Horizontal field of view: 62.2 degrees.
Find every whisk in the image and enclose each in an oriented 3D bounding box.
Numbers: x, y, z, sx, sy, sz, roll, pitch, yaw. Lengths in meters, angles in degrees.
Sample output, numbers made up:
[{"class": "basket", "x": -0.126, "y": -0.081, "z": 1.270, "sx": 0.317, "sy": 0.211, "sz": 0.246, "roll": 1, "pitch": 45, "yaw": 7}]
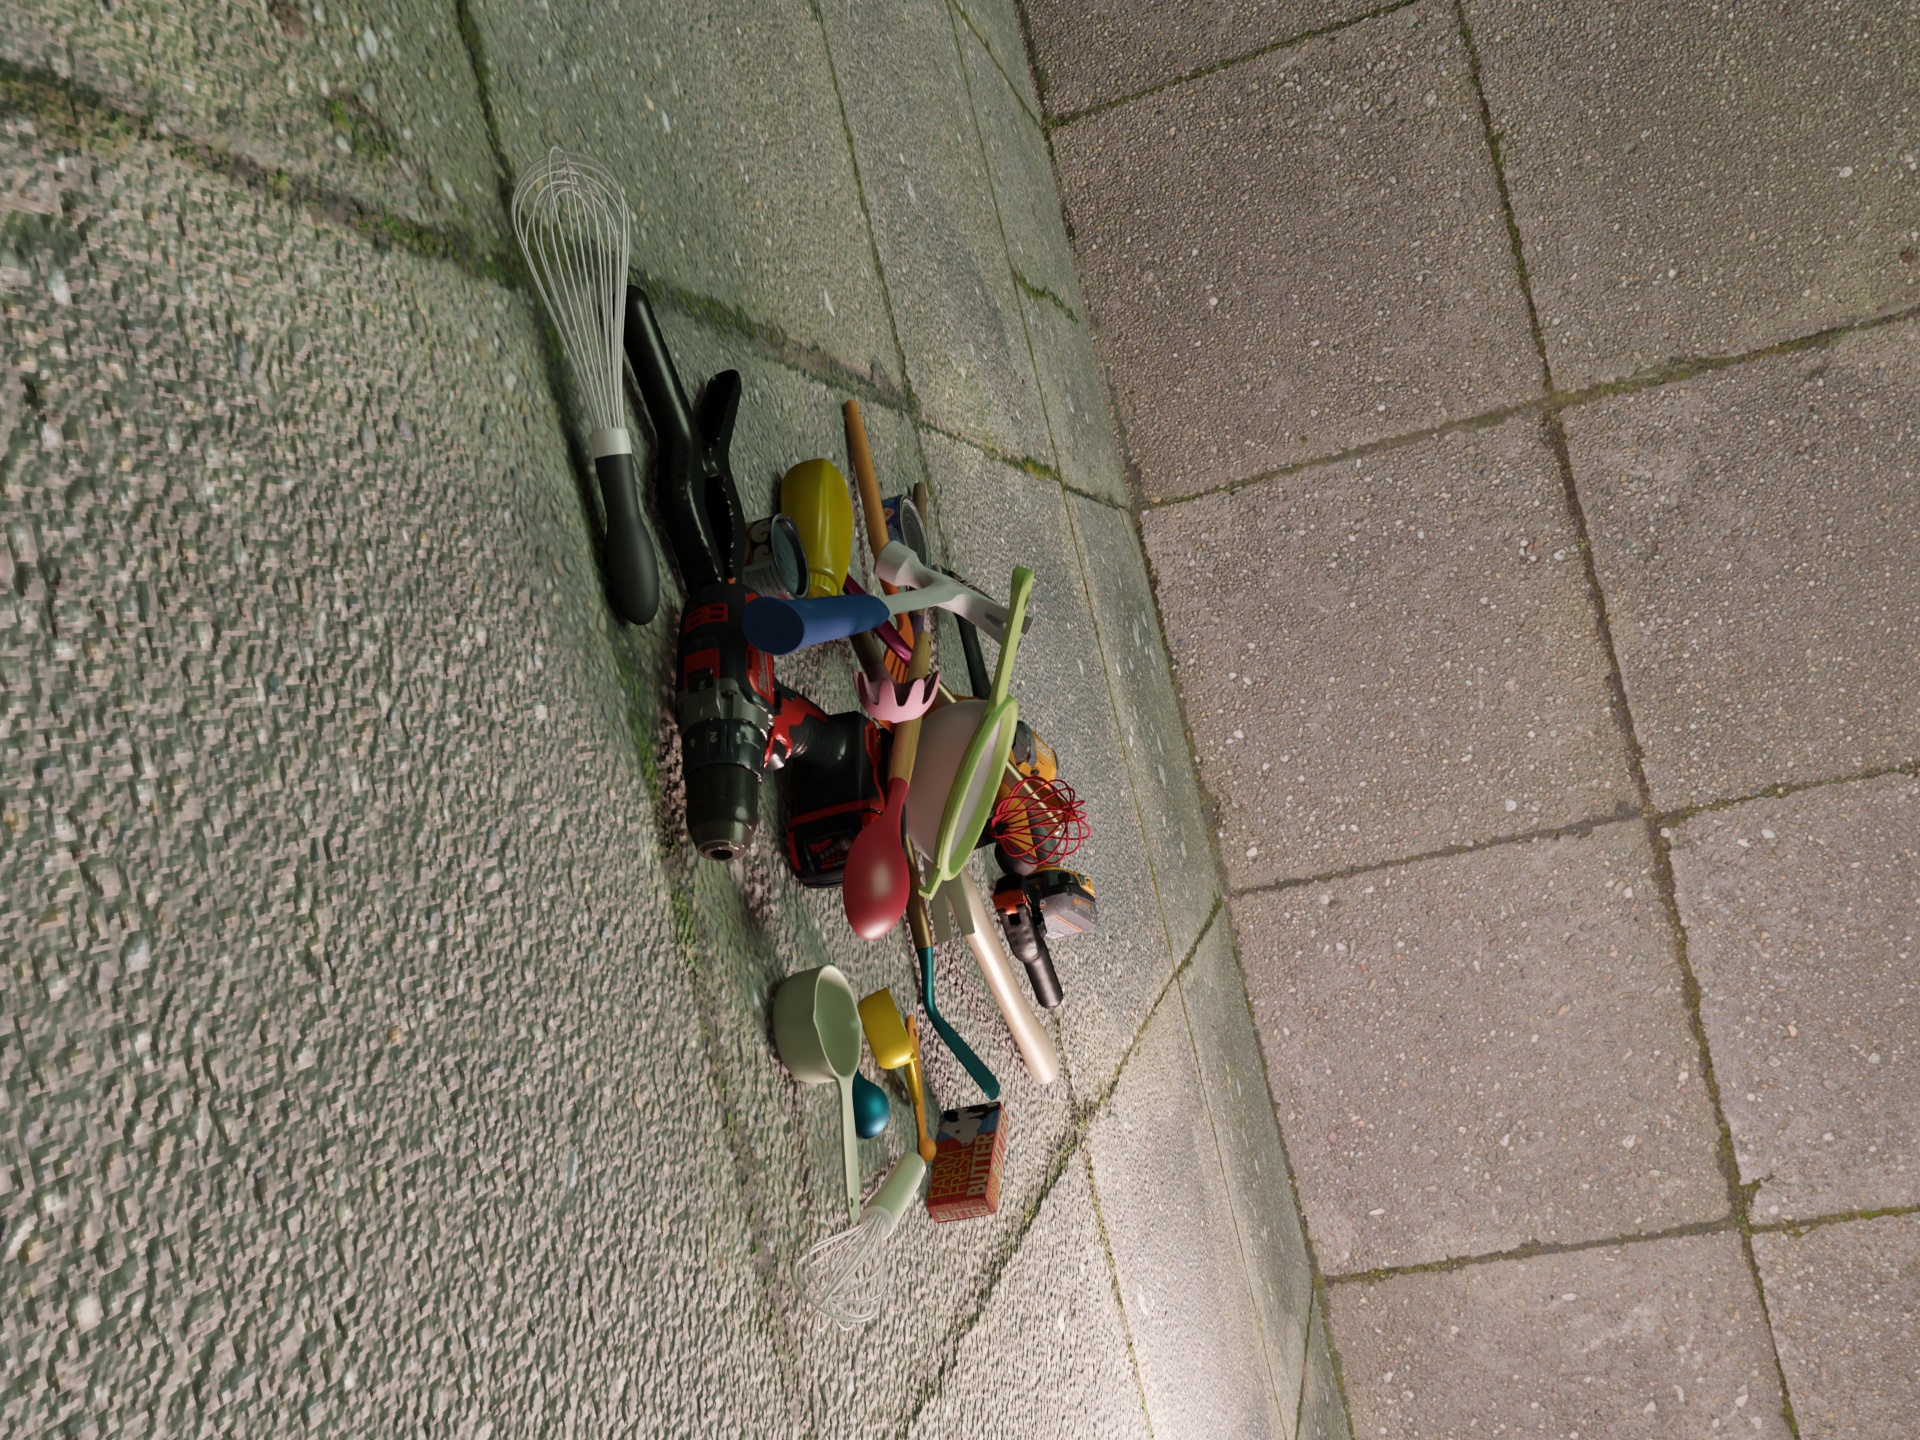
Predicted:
[{"class": "whisk", "x": 0.038, "y": 0.093, "z": 1.362, "sx": 0.296, "sy": 0.073, "sz": 0.073, "roll": 157, "pitch": -79, "yaw": -70}, {"class": "whisk", "x": -0.060, "y": 0.342, "z": 1.073, "sx": 0.058, "sy": 0.059, "sz": 0.246, "roll": -63, "pitch": 173, "yaw": 9}, {"class": "whisk", "x": -0.214, "y": -0.198, "z": 0.951, "sx": 0.070, "sy": 0.070, "sz": 0.284, "roll": -29, "pitch": 111, "yaw": -74}]

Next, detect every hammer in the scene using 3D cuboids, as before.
[{"class": "hammer", "x": 0.032, "y": 0.003, "z": 1.554, "sx": 0.127, "sy": 0.034, "sz": 0.337, "roll": 29, "pitch": 39, "yaw": -44}, {"class": "hammer", "x": 0.033, "y": 0.230, "z": 1.423, "sx": 0.410, "sy": 0.038, "sz": 0.146, "roll": 67, "pitch": 8, "yaw": -48}, {"class": "hammer", "x": -0.054, "y": -0.079, "z": 1.145, "sx": 0.035, "sy": 0.144, "sz": 0.405, "roll": -63, "pitch": 170, "yaw": 14}]

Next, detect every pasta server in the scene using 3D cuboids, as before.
[{"class": "pasta server", "x": -0.065, "y": -0.049, "z": 1.210, "sx": 0.316, "sy": 0.060, "sz": 0.040, "roll": -122, "pitch": -145, "yaw": -72}]

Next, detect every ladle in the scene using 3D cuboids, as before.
[{"class": "ladle", "x": -0.042, "y": 0.030, "z": 1.126, "sx": 0.316, "sy": 0.031, "sz": 0.069, "roll": -82, "pitch": 152, "yaw": -52}]

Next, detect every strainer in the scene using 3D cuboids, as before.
[{"class": "strainer", "x": -0.002, "y": -0.004, "z": 1.198, "sx": 0.151, "sy": 0.069, "sz": 0.256, "roll": -50, "pitch": 156, "yaw": -61}]

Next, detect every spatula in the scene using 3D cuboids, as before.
[{"class": "spatula", "x": -0.025, "y": 0.163, "z": 1.337, "sx": 0.082, "sy": 0.044, "sz": 0.317, "roll": 33, "pitch": 44, "yaw": -81}, {"class": "spatula", "x": -0.080, "y": -0.148, "z": 1.447, "sx": 0.081, "sy": 0.041, "sz": 0.323, "roll": 40, "pitch": 35, "yaw": -66}, {"class": "spatula", "x": -0.043, "y": -0.120, "z": 1.555, "sx": 0.059, "sy": 0.018, "sz": 0.316, "roll": 60, "pitch": 23, "yaw": -48}]

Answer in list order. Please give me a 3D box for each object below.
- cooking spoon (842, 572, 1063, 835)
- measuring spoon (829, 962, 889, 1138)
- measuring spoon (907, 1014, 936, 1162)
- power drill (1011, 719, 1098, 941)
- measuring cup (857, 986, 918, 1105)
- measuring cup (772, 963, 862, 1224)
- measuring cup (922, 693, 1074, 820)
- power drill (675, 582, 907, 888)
[{"class": "cooking spoon", "x": -0.016, "y": -0.021, "z": 1.349, "sx": 0.318, "sy": 0.017, "sz": 0.069, "roll": 50, "pitch": -4, "yaw": -13}, {"class": "measuring spoon", "x": -0.072, "y": 0.237, "z": 1.147, "sx": 0.042, "sy": 0.021, "sz": 0.128, "roll": -5, "pitch": 81, "yaw": -74}, {"class": "measuring spoon", "x": -0.031, "y": 0.292, "z": 1.268, "sx": 0.021, "sy": 0.011, "sz": 0.117, "roll": 43, "pitch": 37, "yaw": -64}, {"class": "power drill", "x": 0.067, "y": 0.103, "z": 1.653, "sx": 0.185, "sy": 0.084, "sz": 0.226, "roll": 39, "pitch": 37, "yaw": -62}, {"class": "measuring cup", "x": -0.052, "y": 0.255, "z": 1.191, "sx": 0.156, "sy": 0.029, "sz": 0.062, "roll": 84, "pitch": -17, "yaw": -51}, {"class": "measuring cup", "x": -0.092, "y": 0.246, "z": 1.046, "sx": 0.083, "sy": 0.038, "sz": 0.168, "roll": 34, "pitch": 46, "yaw": -68}, {"class": "measuring cup", "x": 0.022, "y": 0.047, "z": 1.407, "sx": 0.173, "sy": 0.095, "sz": 0.052, "roll": 32, "pitch": 19, "yaw": 8}, {"class": "power drill", "x": -0.117, "y": 0.037, "z": 1.062, "sx": 0.226, "sy": 0.080, "sz": 0.188, "roll": 50, "pitch": 30, "yaw": -53}]
